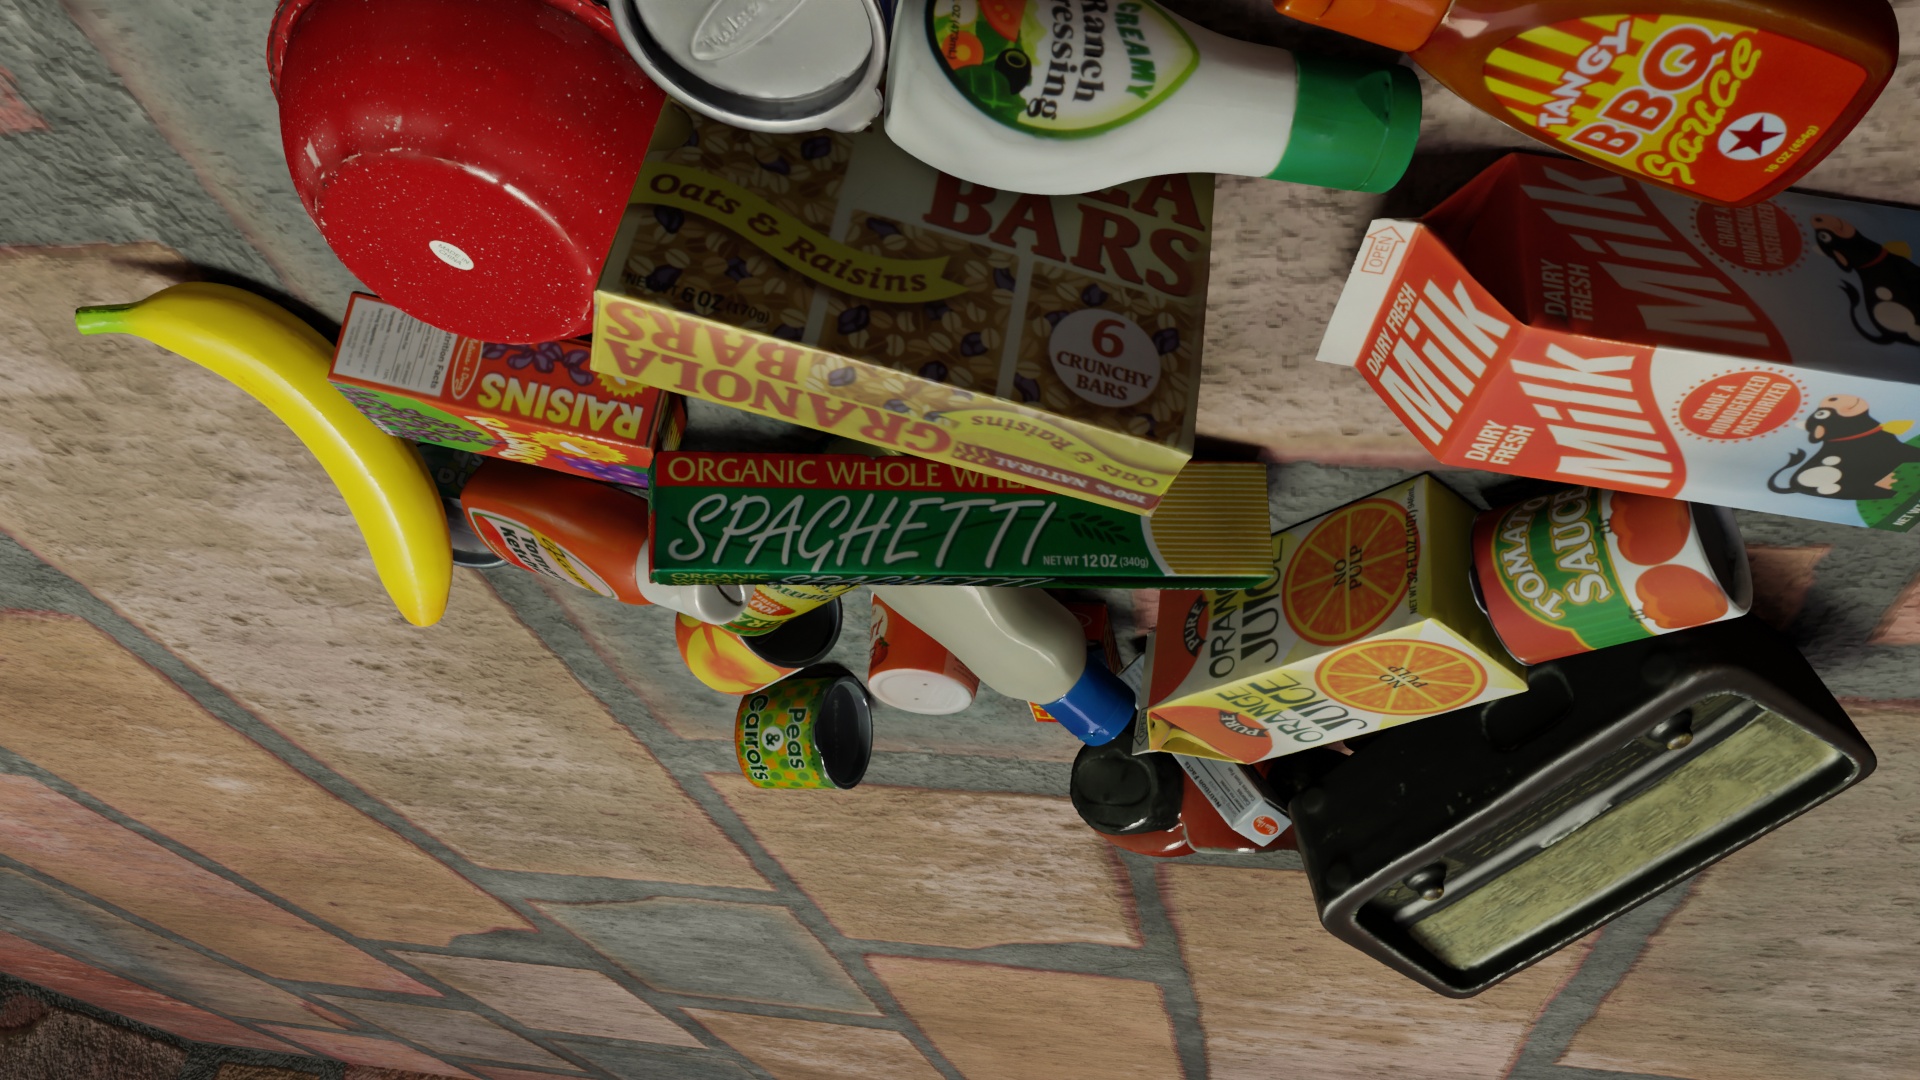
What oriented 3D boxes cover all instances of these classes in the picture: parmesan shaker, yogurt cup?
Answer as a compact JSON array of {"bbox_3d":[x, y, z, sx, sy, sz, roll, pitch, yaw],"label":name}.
[{"bbox_3d":[-0.073,-0.004,0.621,0.071,0.071,0.102,30,143,-30],"label":"parmesan shaker"},{"bbox_3d":[-0.016,0.054,0.712,0.072,0.054,0.072,7,150,4],"label":"yogurt cup"}]

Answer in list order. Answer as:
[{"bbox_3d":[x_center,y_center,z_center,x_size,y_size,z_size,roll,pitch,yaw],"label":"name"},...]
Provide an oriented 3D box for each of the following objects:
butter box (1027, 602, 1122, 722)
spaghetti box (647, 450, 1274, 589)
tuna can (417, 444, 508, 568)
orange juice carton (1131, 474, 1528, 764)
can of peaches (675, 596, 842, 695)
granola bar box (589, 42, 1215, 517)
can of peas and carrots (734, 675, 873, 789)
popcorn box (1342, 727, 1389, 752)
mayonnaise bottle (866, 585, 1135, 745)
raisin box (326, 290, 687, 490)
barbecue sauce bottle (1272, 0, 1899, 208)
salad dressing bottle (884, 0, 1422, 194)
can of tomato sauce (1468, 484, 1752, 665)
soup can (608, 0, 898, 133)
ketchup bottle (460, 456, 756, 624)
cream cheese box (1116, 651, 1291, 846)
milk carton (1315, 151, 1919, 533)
[{"bbox_3d":[0.057,0.067,0.741,0.053,0.024,0.103,1,148,16],"label":"butter box"},{"bbox_3d":[0.002,-0.007,0.554,0.250,0.050,0.028,1,167,-10],"label":"spaghetti box"},{"bbox_3d":[-0.245,-0.017,0.680,0.071,0.033,0.070,7,149,4],"label":"tuna can"},{"bbox_3d":[0.152,0.046,0.634,0.073,0.072,0.192,30,143,-29],"label":"orange juice carton"},{"bbox_3d":[-0.104,0.038,0.701,0.071,0.071,0.058,27,145,-27],"label":"can of peaches"},{"bbox_3d":[-0.010,-0.087,0.408,0.166,0.125,0.039,14,148,-8],"label":"granola bar box"},{"bbox_3d":[-0.093,0.114,0.818,0.058,0.071,0.070,-5,146,24],"label":"can of peas and carrots"},{"bbox_3d":[0.272,0.102,0.724,0.126,0.038,0.085,28,143,-28],"label":"popcorn box"},{"bbox_3d":[0.023,0.043,0.665,0.148,0.041,0.064,41,140,-22],"label":"mayonnaise bottle"},{"bbox_3d":[-0.179,-0.058,0.567,0.123,0.040,0.086,13,168,-5],"label":"raisin box"},{"bbox_3d":[0.157,-0.134,0.362,0.148,0.044,0.064,15,150,-7],"label":"barbecue sauce bottle"},{"bbox_3d":[0.054,-0.126,0.393,0.148,0.064,0.044,5,165,-9],"label":"salad dressing bottle"},{"bbox_3d":[0.253,0.007,0.545,0.083,0.071,0.071,-21,137,40],"label":"can of tomato sauce"},{"bbox_3d":[-0.042,-0.154,0.347,0.071,0.084,0.071,7,149,5],"label":"soup can"},{"bbox_3d":[-0.155,0.001,0.618,0.149,0.044,0.064,15,150,34],"label":"ketchup bottle"},{"bbox_3d":[0.124,0.106,0.712,0.024,0.104,0.053,-42,146,7],"label":"cream cheese box"},{"bbox_3d":[0.214,-0.063,0.433,0.191,0.074,0.072,9,149,3],"label":"milk carton"}]
